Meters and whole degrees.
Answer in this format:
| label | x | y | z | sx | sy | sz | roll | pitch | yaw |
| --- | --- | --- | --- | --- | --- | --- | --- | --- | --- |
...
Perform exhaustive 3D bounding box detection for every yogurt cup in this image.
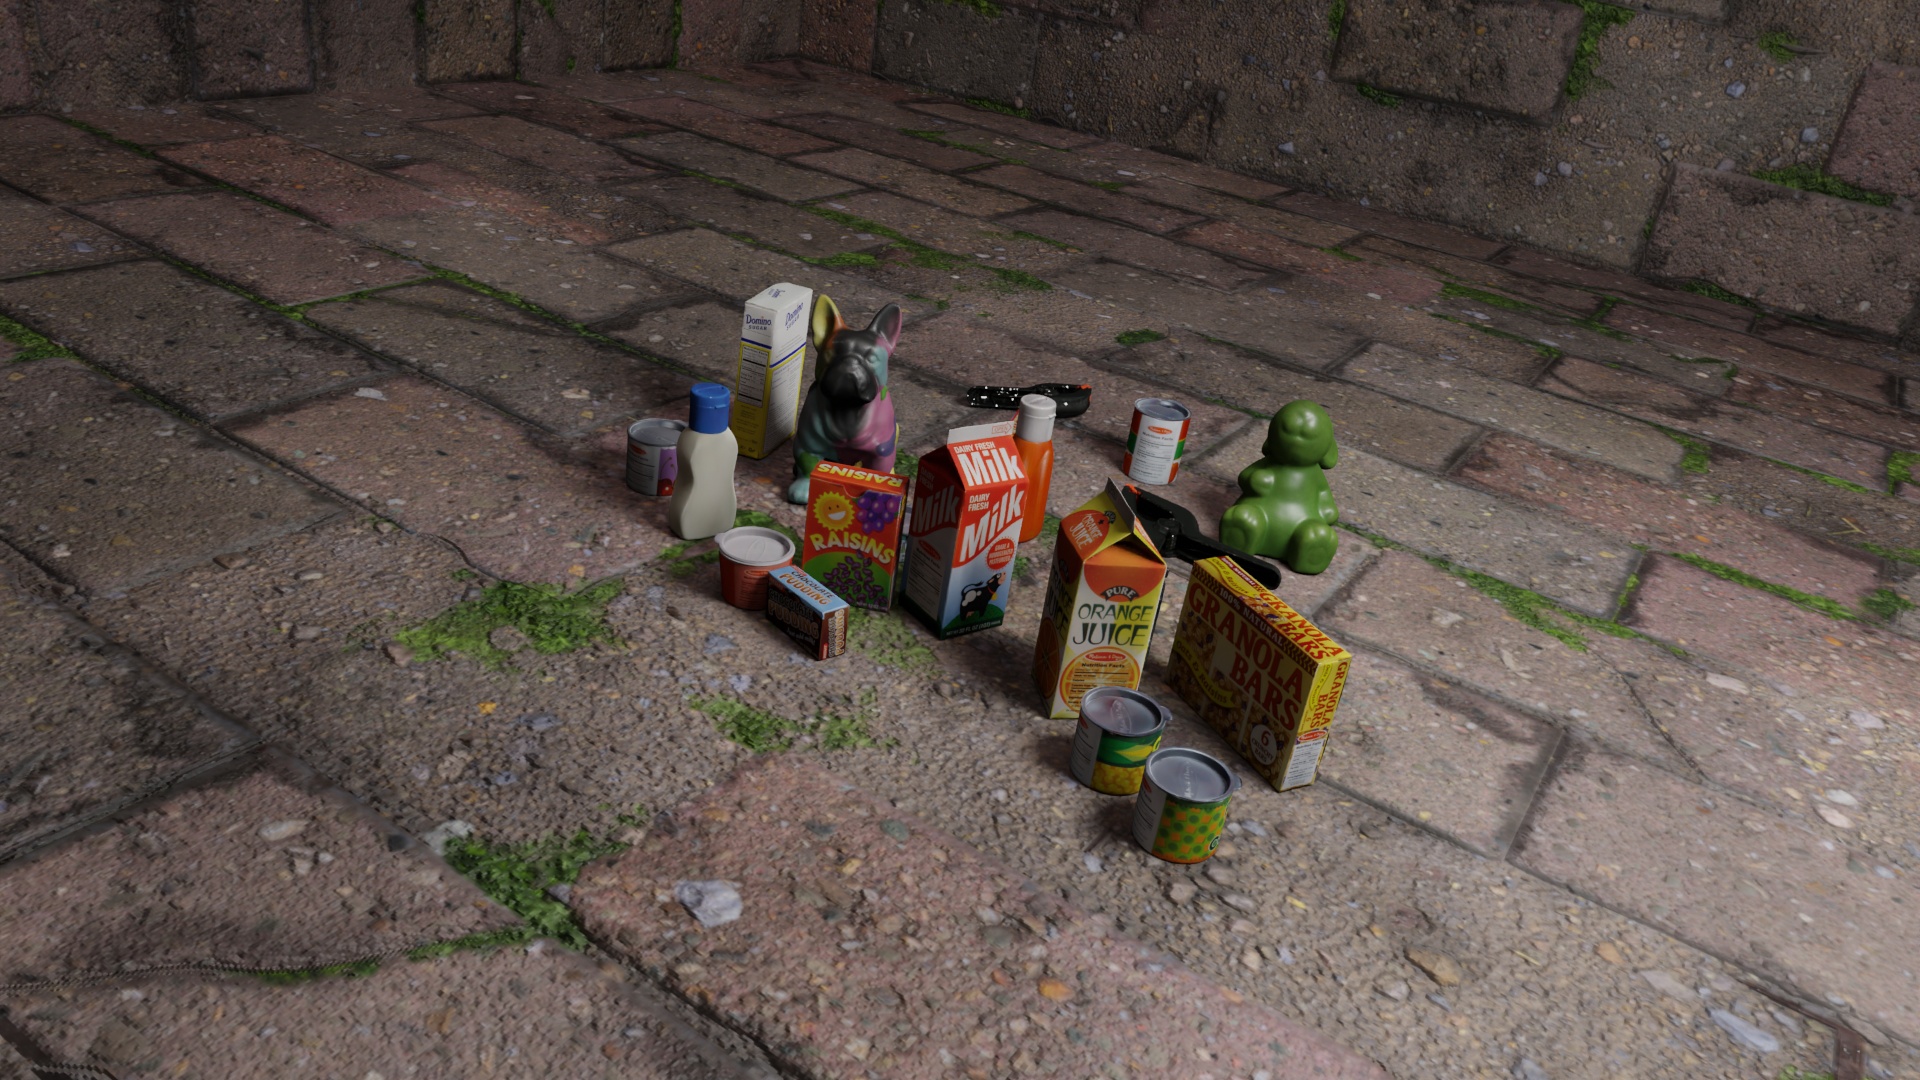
| label | x | y | z | sx | sy | sz | roll | pitch | yaw |
| --- | --- | --- | --- | --- | --- | --- | --- | --- | --- |
| yogurt cup | -0.184 | 0.026 | 1.241 | 0.072 | 0.053 | 0.073 | 7 | 27 | -4 |

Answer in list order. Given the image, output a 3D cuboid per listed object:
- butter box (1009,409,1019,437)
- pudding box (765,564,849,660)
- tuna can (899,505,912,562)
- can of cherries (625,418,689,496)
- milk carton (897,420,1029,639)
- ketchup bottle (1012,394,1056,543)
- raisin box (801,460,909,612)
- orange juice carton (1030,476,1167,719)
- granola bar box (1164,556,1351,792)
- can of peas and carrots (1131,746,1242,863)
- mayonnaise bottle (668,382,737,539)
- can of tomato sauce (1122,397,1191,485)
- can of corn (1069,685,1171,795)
| label | x | y | z | sx | sy | sz | roll | pitch | yaw |
| --- | --- | --- | --- | --- | --- | --- | --- | --- | --- |
| butter box | 0.060 | -0.106 | 1.575 | 0.024 | 0.053 | 0.104 | 14 | 27 | 10 |
| pudding box | -0.132 | 0.061 | 1.195 | 0.030 | 0.049 | 0.084 | -15 | 36 | -39 |
| tuna can | -0.057 | -0.006 | 1.367 | 0.071 | 0.032 | 0.071 | 7 | 27 | -4 |
| can of cherries | -0.305 | -0.085 | 1.416 | 0.071 | 0.058 | 0.072 | 7 | 27 | -4 |
| milk carton | 0.004 | -0.015 | 1.230 | 0.072 | 0.189 | 0.073 | -11 | 33 | -35 |
| ketchup bottle | 0.068 | -0.073 | 1.407 | 0.043 | 0.148 | 0.065 | 25 | 31 | 28 |
| raisin box | -0.097 | -0.003 | 1.250 | 0.086 | 0.122 | 0.040 | 12 | 27 | 5 |
| orange juice carton | 0.114 | 0.049 | 1.137 | 0.073 | 0.191 | 0.072 | 2 | 27 | -13 |
| granola bar box | 0.240 | 0.106 | 1.140 | 0.039 | 0.123 | 0.166 | -6 | 30 | -27 |
| can of peas and carrots | 0.165 | 0.194 | 1.018 | 0.071 | 0.058 | 0.071 | 7 | 27 | -4 |
| mayonnaise bottle | -0.241 | -0.075 | 1.317 | 0.065 | 0.147 | 0.041 | -15 | 35 | -39 |
| can of tomato sauce | 0.227 | -0.116 | 1.612 | 0.071 | 0.082 | 0.071 | 7 | 27 | -4 |
| can of corn | 0.124 | 0.156 | 1.080 | 0.071 | 0.058 | 0.071 | 7 | 27 | -4 |
